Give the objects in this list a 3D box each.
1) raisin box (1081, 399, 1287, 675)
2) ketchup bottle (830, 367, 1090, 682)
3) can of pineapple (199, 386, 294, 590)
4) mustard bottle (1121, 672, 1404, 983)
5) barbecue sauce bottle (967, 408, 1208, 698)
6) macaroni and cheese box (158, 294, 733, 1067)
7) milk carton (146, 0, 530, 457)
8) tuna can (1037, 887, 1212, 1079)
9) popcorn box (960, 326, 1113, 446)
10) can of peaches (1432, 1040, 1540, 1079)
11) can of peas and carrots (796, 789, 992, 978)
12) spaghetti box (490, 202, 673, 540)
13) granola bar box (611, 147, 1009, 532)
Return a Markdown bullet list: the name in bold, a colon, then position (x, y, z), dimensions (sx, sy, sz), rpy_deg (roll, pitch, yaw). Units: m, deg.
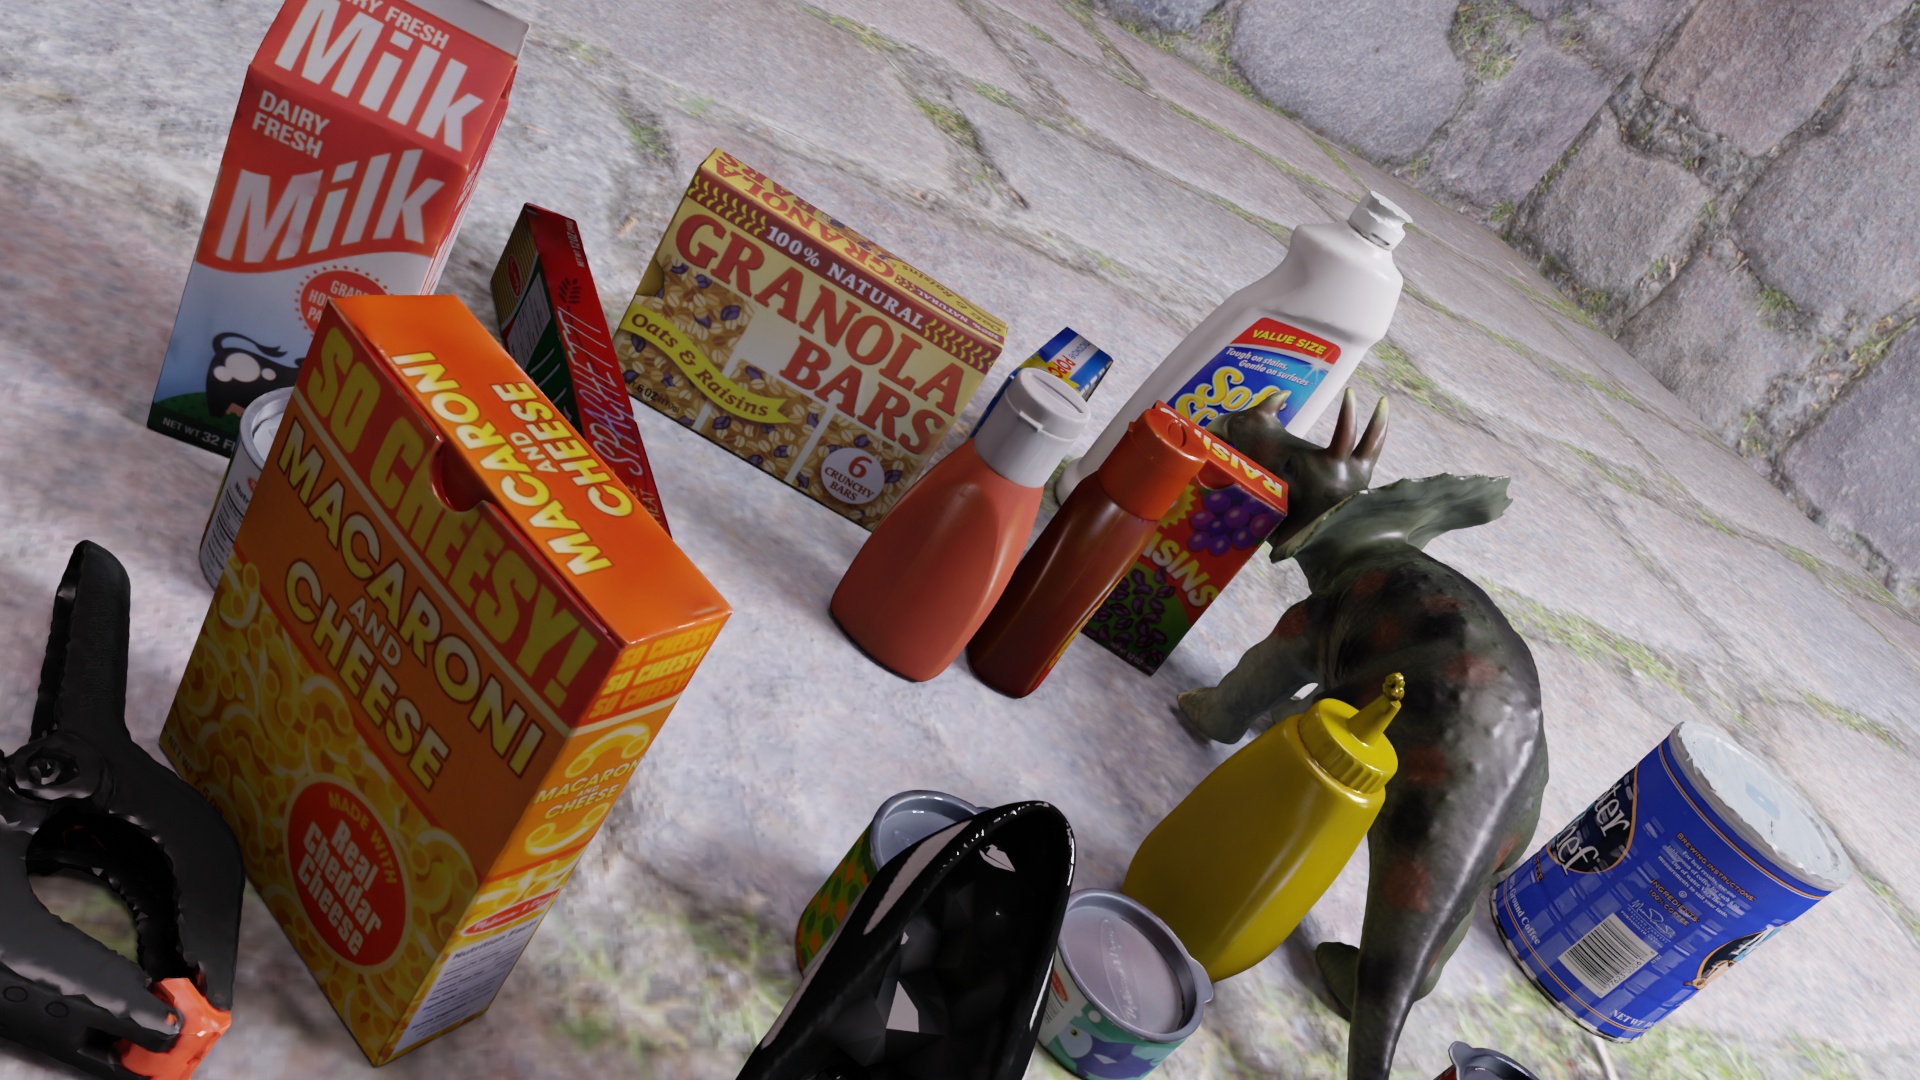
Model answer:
- **raisin box**: position (0.102, 0.000, 0.734), dimensions (0.086, 0.123, 0.040), rpy_deg (34, 28, -2)
- **ketchup bottle**: position (0.002, -0.008, 0.612), dimensions (0.065, 0.148, 0.044), rpy_deg (38, 28, 6)
- **can of pineapple**: position (-0.218, -0.011, 0.478), dimensions (0.071, 0.057, 0.071), rpy_deg (26, 29, -16)
- **mustard bottle**: position (0.128, 0.111, 0.553), dimensions (0.049, 0.159, 0.065), rpy_deg (9, 37, -40)
- **barbecue sauce bottle**: position (0.059, 0.005, 0.653), dimensions (0.043, 0.148, 0.065), rpy_deg (33, 28, -5)
- **macaroni and cheese box**: position (-0.144, 0.038, 0.366), dimensions (0.124, 0.165, 0.040), rpy_deg (45, 29, 18)
- **milk carton**: position (-0.221, -0.117, 0.498), dimensions (0.072, 0.189, 0.074), rpy_deg (24, 30, -20)
- **tuna can**: position (0.058, 0.168, 0.524), dimensions (0.071, 0.032, 0.071), rpy_deg (26, 29, -16)
- **popcorn box**: position (0.040, -0.070, 0.814), dimensions (0.038, 0.085, 0.127), rpy_deg (37, 28, 3)
- **can of peaches**: position (0.198, 0.240, 0.538), dimensions (0.071, 0.057, 0.071), rpy_deg (26, 29, -16)
- **can of peas and carrots**: position (-0.014, 0.129, 0.480), dimensions (0.071, 0.058, 0.071), rpy_deg (26, 29, -16)
- **spaghetti box**: position (-0.172, -0.062, 0.613), dimensions (0.029, 0.050, 0.251), rpy_deg (13, 35, -36)
- **granola bar box**: position (-0.078, -0.094, 0.684), dimensions (0.165, 0.123, 0.039), rpy_deg (30, 28, -9)
